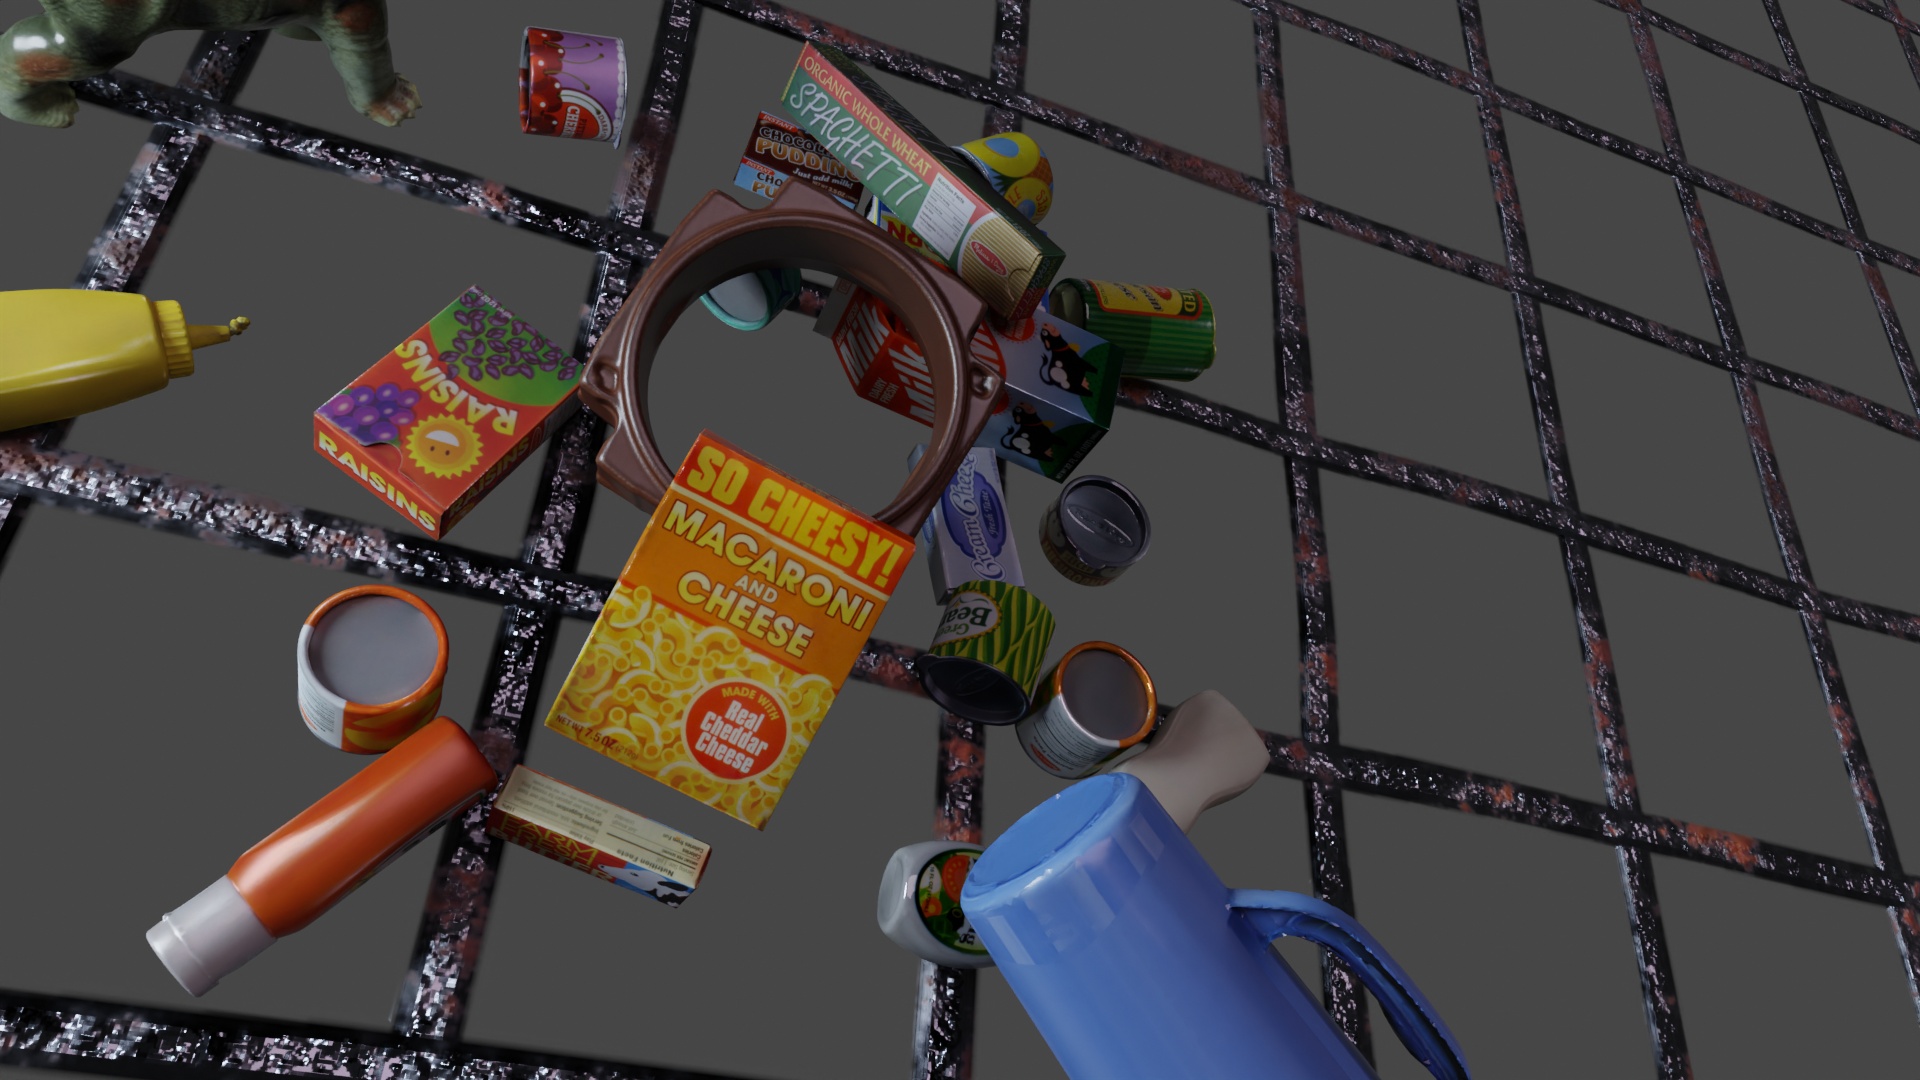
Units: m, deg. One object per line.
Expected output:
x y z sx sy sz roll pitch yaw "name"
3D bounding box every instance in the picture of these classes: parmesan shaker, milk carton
0.117 -0.145 0.962 0.103 0.071 0.071 1 62 -25 "parmesan shaker"
0.002 -0.116 0.891 0.190 0.072 0.074 22 55 -11 "milk carton"

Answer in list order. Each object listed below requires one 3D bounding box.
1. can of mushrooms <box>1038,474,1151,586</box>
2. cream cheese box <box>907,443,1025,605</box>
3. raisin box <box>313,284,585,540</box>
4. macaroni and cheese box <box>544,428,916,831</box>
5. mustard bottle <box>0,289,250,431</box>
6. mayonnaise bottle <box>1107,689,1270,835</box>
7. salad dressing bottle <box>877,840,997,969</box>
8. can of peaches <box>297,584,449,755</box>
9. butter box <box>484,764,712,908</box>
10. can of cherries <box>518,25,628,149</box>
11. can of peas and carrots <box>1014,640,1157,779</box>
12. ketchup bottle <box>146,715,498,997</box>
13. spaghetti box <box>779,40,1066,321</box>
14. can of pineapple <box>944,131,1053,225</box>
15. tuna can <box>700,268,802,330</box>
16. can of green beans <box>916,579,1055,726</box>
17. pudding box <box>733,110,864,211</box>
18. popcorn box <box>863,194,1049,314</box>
0.085 -0.004 0.890 0.071 0.033 0.071 12 58 -19 "can of mushrooms"
0.003 -0.011 0.861 0.053 0.024 0.104 0 62 -24 "cream cheese box"
-0.275 -0.071 0.758 0.086 0.040 0.124 38 54 -2 "raisin box"
-0.115 0.045 0.706 0.124 0.040 0.166 28 95 -8 "macaroni and cheese box"
-0.439 -0.093 0.689 0.161 0.048 0.065 -14 69 -31 "mustard bottle"
0.115 0.148 0.812 0.149 0.041 0.065 -32 77 -34 "mayonnaise bottle"
0.032 0.201 0.741 0.148 0.043 0.064 16 63 -17 "salad dressing bottle"
-0.280 0.061 0.668 0.071 0.057 0.071 11 59 -18 "can of peaches"
-0.176 0.144 0.672 0.103 0.053 0.024 25 58 -9 "butter box"
-0.246 -0.285 0.878 0.058 0.071 0.072 -1 63 -25 "can of cherries"
0.074 0.097 0.811 0.071 0.058 0.071 11 59 -19 "can of peas and carrots"
-0.283 0.139 0.622 0.149 0.064 0.043 -38 98 -27 "ketchup bottle"
-0.030 -0.237 0.896 0.029 0.050 0.251 -11 51 -48 "spaghetti box"
0.021 -0.233 0.922 0.058 0.070 0.071 -27 76 -36 "can of pineapple"
-0.133 -0.163 0.861 0.071 0.070 0.033 39 54 0 "tuna can"
0.016 0.064 0.798 0.071 0.071 0.058 28 54 -8 "can of green beans"
-0.106 -0.251 0.945 0.084 0.030 0.050 21 55 -13 "pudding box"
-0.005 -0.186 0.950 0.127 0.038 0.085 12 57 -18 "popcorn box"
